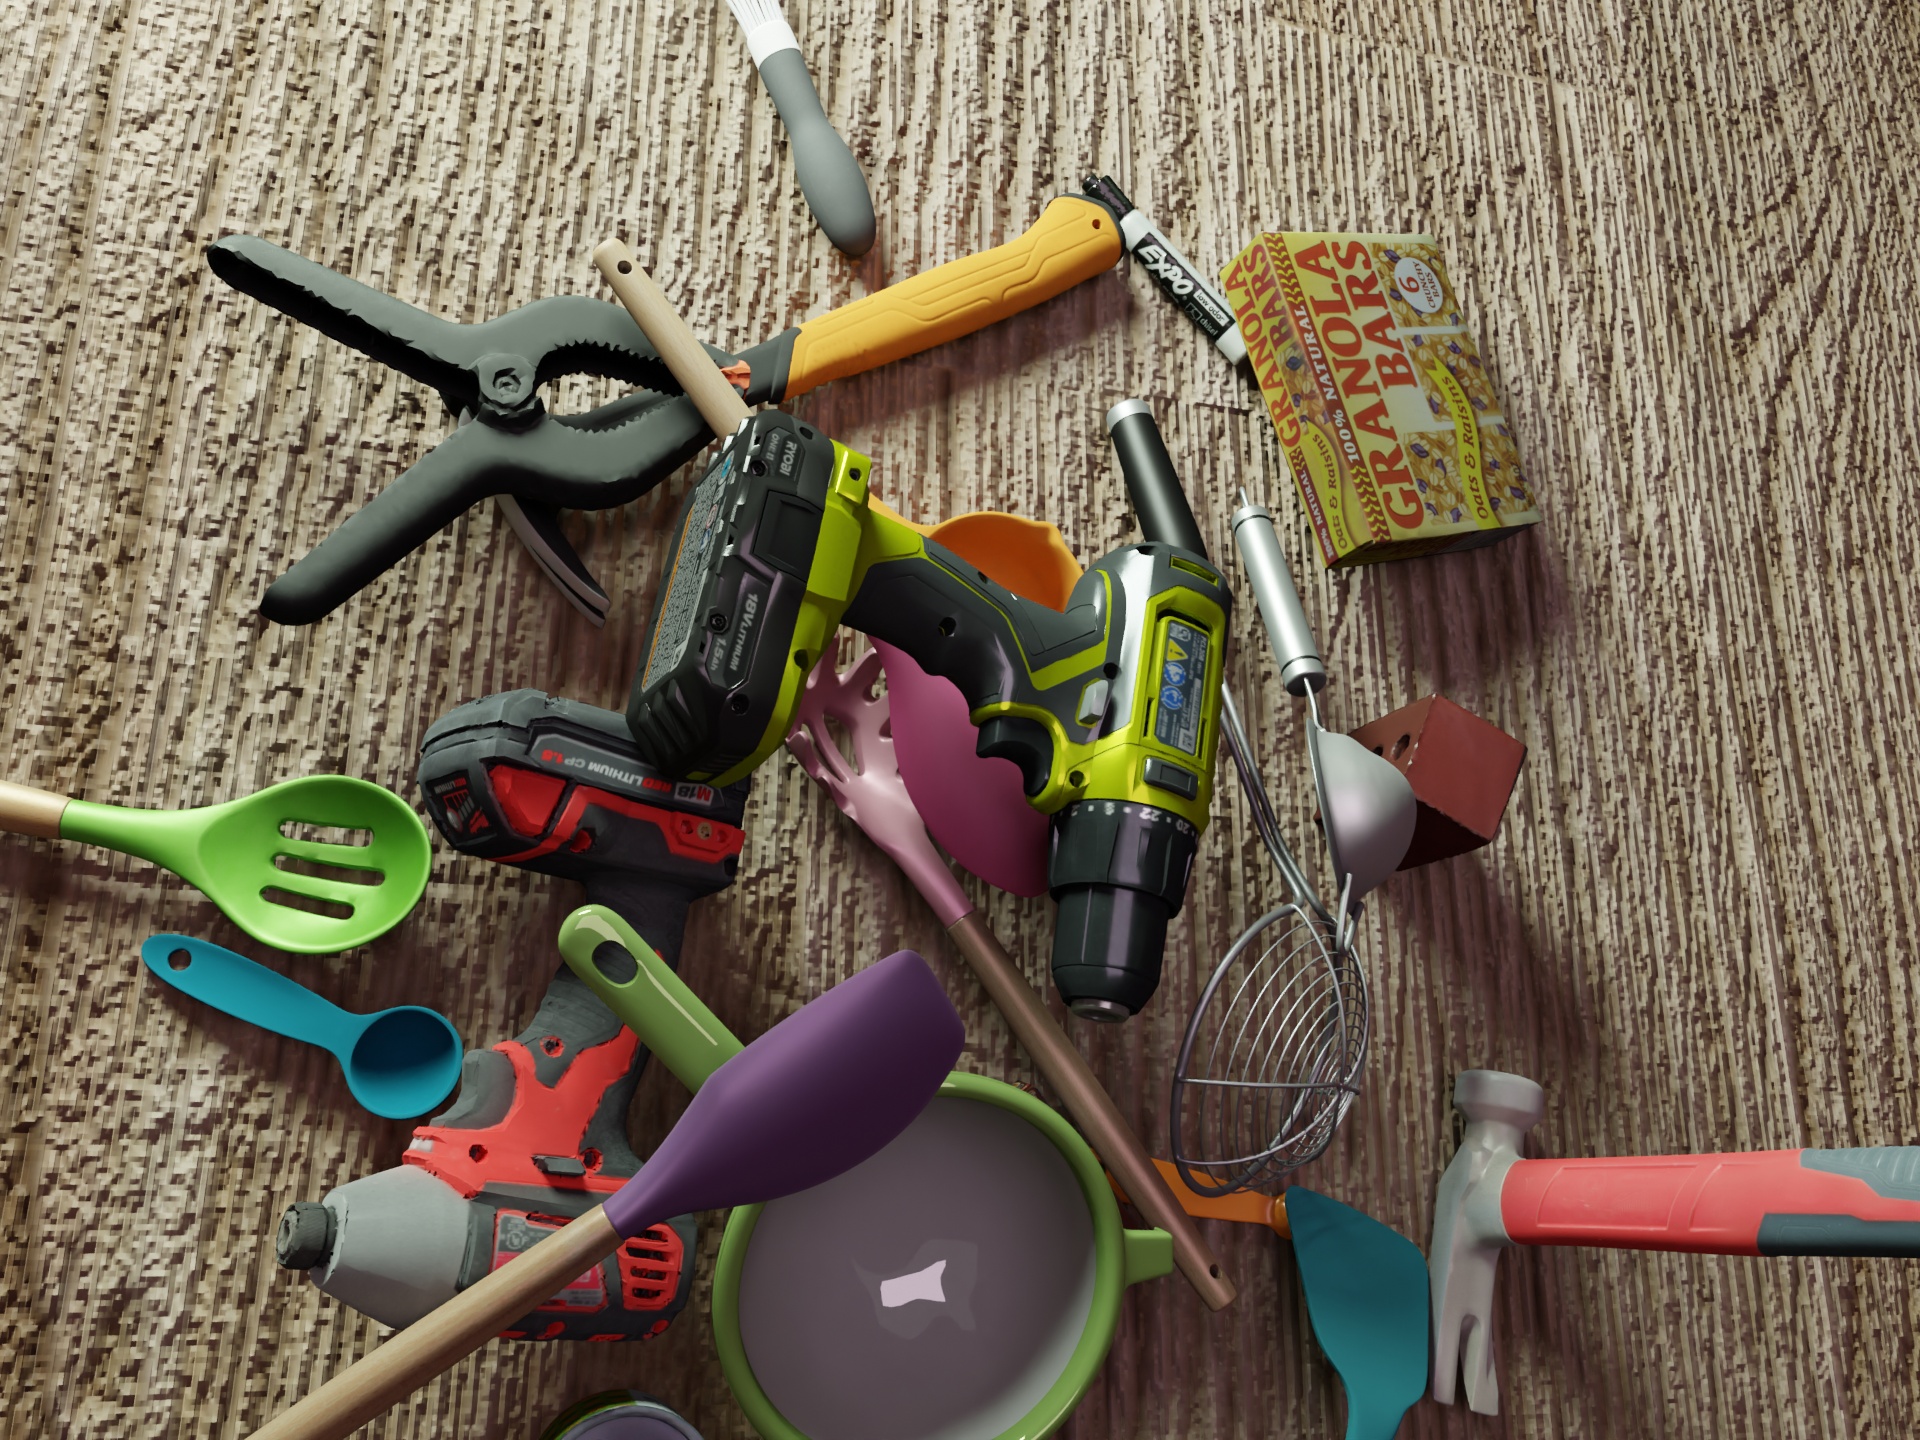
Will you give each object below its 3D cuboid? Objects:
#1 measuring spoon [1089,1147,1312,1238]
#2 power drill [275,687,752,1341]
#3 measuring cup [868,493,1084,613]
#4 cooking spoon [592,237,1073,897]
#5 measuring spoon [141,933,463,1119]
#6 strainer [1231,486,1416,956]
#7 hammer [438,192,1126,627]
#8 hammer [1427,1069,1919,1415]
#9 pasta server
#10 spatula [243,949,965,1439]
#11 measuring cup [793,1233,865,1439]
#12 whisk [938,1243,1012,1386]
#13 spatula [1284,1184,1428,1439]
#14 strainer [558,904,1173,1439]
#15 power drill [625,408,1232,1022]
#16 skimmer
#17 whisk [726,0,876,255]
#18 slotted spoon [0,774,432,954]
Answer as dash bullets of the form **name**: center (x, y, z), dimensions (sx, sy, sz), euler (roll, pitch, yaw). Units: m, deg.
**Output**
- **measuring spoon**: center (0.099, 0.202, 0.680), dimensions (0.117, 0.011, 0.021), euler (16, 69, -12)
- **power drill**: center (-0.156, 0.108, 0.577), dimensions (0.143, 0.078, 0.220), euler (18, 70, -36)
- **measuring cup**: center (-0.025, -0.067, 0.701), dimensions (0.173, 0.052, 0.095), euler (34, 71, -3)
- **cooking spoon**: center (-0.050, -0.063, 0.650), dimensions (0.069, 0.017, 0.319), euler (-37, 93, -16)
- **measuring spoon**: center (-0.248, 0.112, 0.600), dimensions (0.128, 0.021, 0.042), euler (24, 66, 1)
- **strainer**: center (0.158, -0.015, 0.711), dimensions (0.050, 0.086, 0.259), euler (-19, 51, 12)
- **hammer**: center (-0.057, -0.165, 0.732), dimensions (0.337, 0.034, 0.127), euler (-29, 83, -23)
- **hammer**: center (0.282, 0.179, 0.539), dimensions (0.038, 0.386, 0.143), euler (18, 69, -12)
- **pasta server**: center (0.019, 0.102, 0.656), dimensions (0.060, 0.040, 0.316), euler (-27, 76, -38)
- **spatula**: center (-0.134, 0.180, 0.516), dimensions (0.316, 0.018, 0.059), euler (-32, 105, -12)
- **measuring cup**: center (-0.057, 0.266, 0.605), dimensions (0.083, 0.038, 0.168), euler (8, 55, -19)
- **whisk**: center (0.041, 0.322, 0.603), dimensions (0.047, 0.051, 0.245), euler (-25, 70, 16)
- **spatula**: center (0.132, 0.346, 0.617), dimensions (0.082, 0.044, 0.318), euler (30, 65, -20)
- **strainer**: center (-0.054, 0.161, 0.581), dimensions (0.151, 0.069, 0.256), euler (-44, 100, -11)
- **power drill**: center (-0.001, -0.002, 0.602), dimensions (0.228, 0.080, 0.191), euler (21, 65, -23)
- **skimmer**: center (0.099, 0.022, 0.716), dimensions (0.127, 0.090, 0.364), euler (19, 50, -51)
- **whisk**: center (-0.102, -0.353, 0.768), dimensions (0.070, 0.070, 0.284), euler (-22, 86, -22)
- **slotted spoon**: center (-0.354, 0.029, 0.584), dimensions (0.313, 0.031, 0.070), euler (13, 70, -11)
